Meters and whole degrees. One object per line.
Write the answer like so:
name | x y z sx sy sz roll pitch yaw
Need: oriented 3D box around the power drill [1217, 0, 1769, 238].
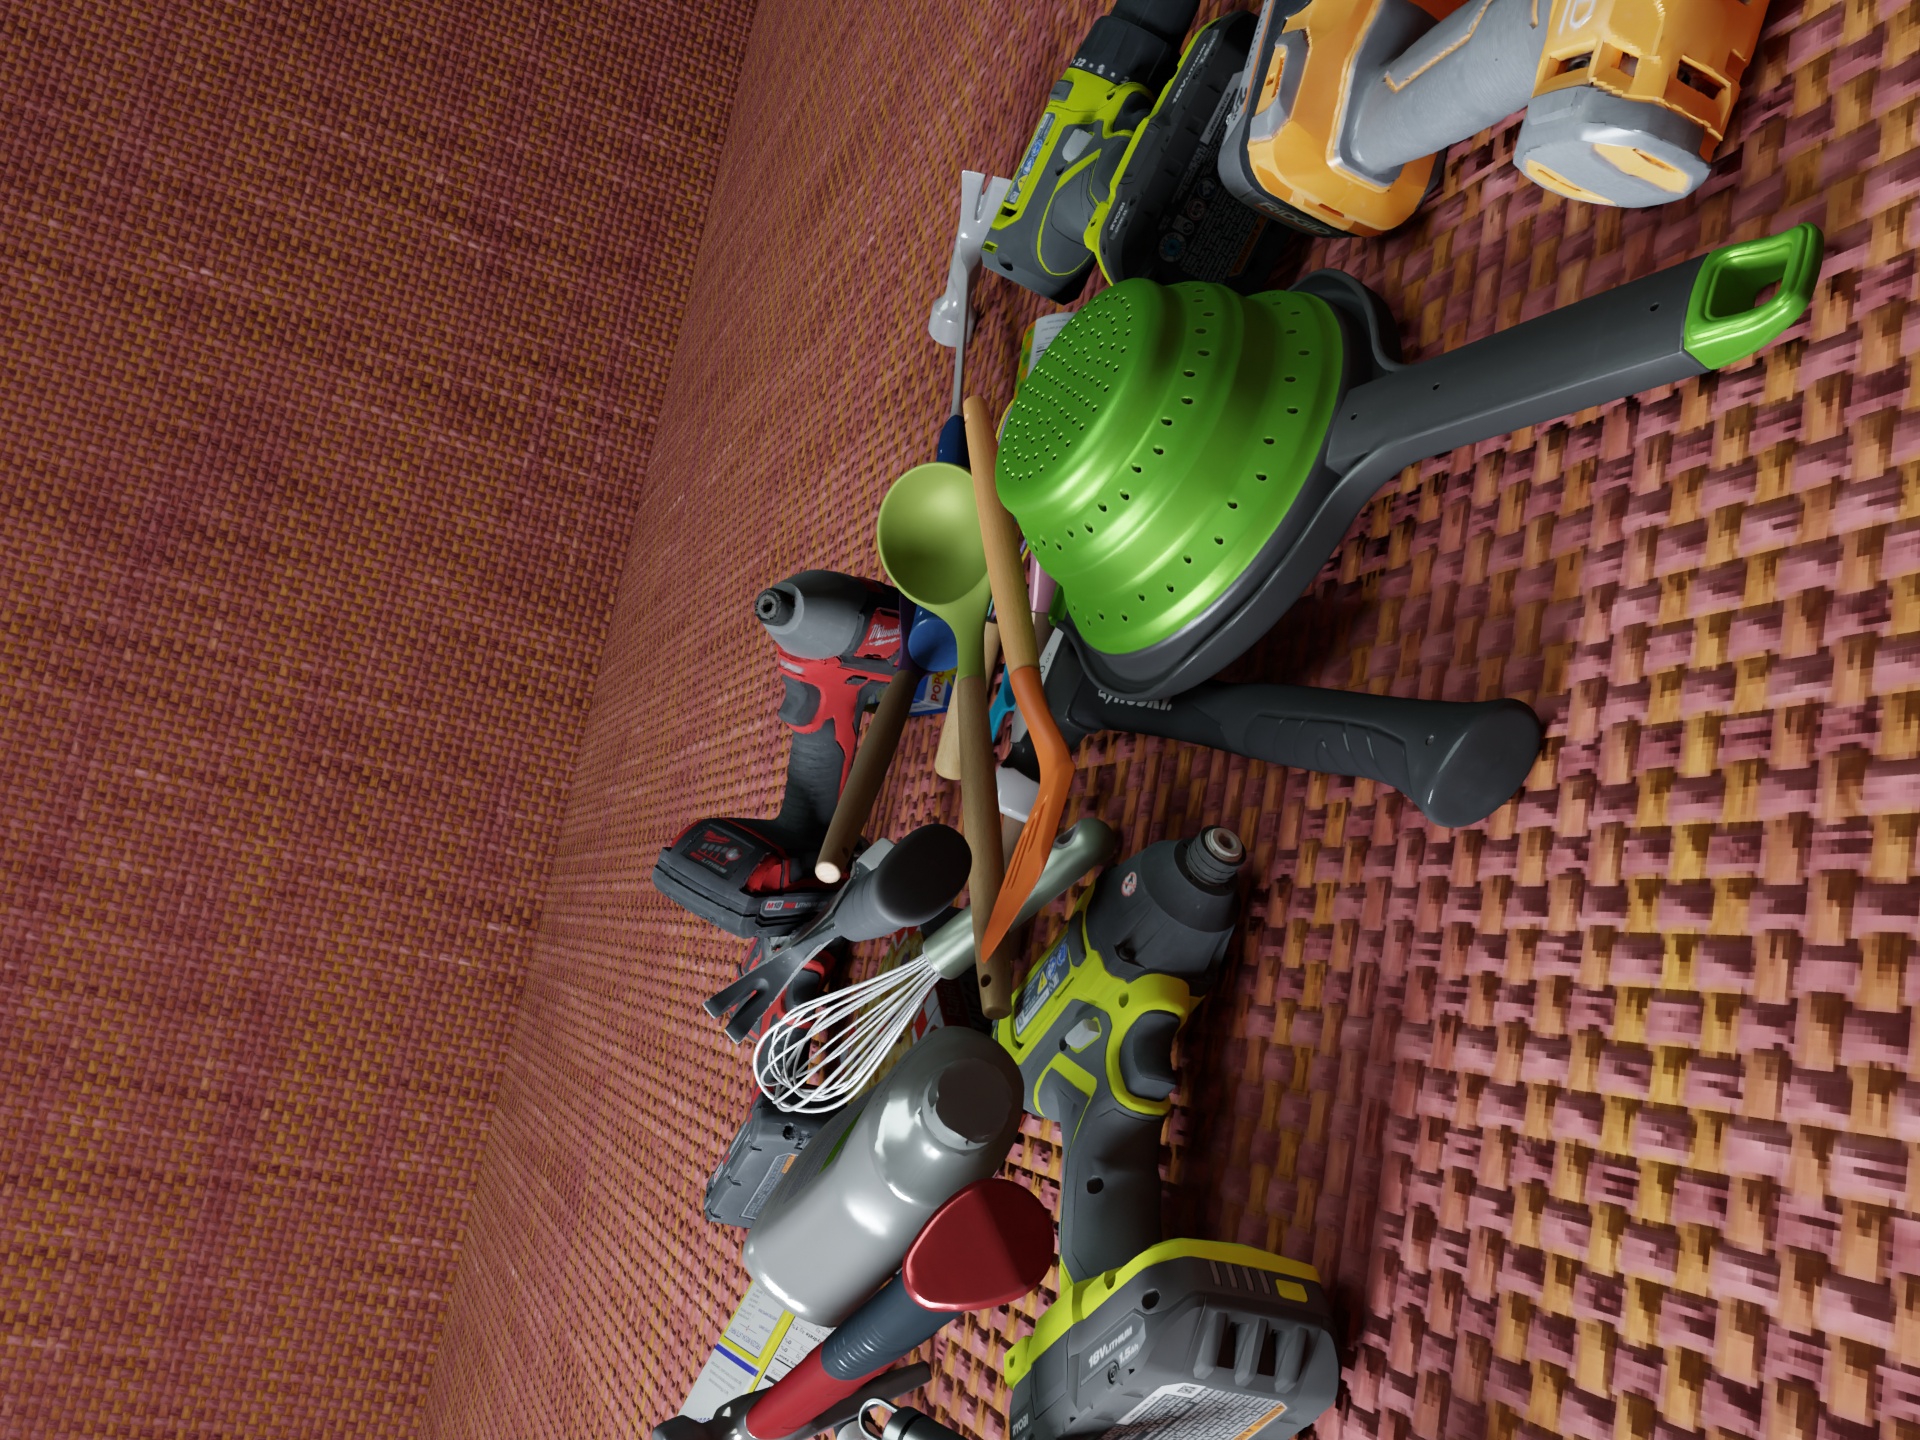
power drill | 0.199 -0.272 0.573 0.226 0.084 0.185 23 97 65

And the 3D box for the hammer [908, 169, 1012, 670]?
hammer | -0.003 -0.197 1.018 0.144 0.035 0.406 107 170 -47

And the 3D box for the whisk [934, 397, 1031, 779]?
whisk | 0.025 -0.081 0.956 0.051 0.047 0.245 -112 35 -77

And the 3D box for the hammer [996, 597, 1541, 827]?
hammer | 0.112 -0.007 0.659 0.146 0.035 0.335 -67 22 -5

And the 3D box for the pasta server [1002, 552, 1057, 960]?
pasta server | 0.043 -0.030 0.832 0.060 0.040 0.316 9 98 28

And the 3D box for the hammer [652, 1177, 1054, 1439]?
hammer | -0.028 0.251 0.648 0.038 0.143 0.386 64 150 22

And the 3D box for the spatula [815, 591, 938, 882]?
spatula | -0.037 -0.011 0.882 0.018 0.059 0.316 -23 25 23

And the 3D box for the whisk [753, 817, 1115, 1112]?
whisk | -0.015 0.127 0.812 0.246 0.059 0.058 -40 13 21

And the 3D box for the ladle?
ladle | -0.001 -0.002 0.782 0.078 0.062 0.320 -32 44 30

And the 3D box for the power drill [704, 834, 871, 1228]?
power drill | -0.103 0.200 1.047 0.227 0.080 0.187 -96 29 -50

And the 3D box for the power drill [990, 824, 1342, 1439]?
power drill | 0.071 0.161 0.612 0.223 0.080 0.171 -92 25 -46

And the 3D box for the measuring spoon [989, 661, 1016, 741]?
measuring spoon | 0.028 0.002 0.929 0.128 0.021 0.042 113 160 -46

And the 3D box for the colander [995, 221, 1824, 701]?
colander | 0.118 -0.125 0.605 0.397 0.094 0.204 -10 56 62

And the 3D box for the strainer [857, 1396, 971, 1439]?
strainer | 0.063 0.266 0.495 0.258 0.050 0.087 10 79 40

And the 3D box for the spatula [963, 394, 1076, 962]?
spatula | 0.019 -0.042 0.756 0.081 0.041 0.323 116 152 -49

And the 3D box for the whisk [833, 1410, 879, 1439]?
whisk | -0.045 0.383 0.793 0.285 0.070 0.070 -153 79 -75

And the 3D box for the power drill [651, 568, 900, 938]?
power drill | -0.099 0.016 0.962 0.079 0.143 0.219 24 97 31

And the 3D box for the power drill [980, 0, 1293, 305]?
power drill | 0.099 -0.299 0.813 0.190 0.080 0.229 -63 25 14

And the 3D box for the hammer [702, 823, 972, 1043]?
hammer | -0.054 0.096 0.766 0.149 0.036 0.409 -42 -1 -15
